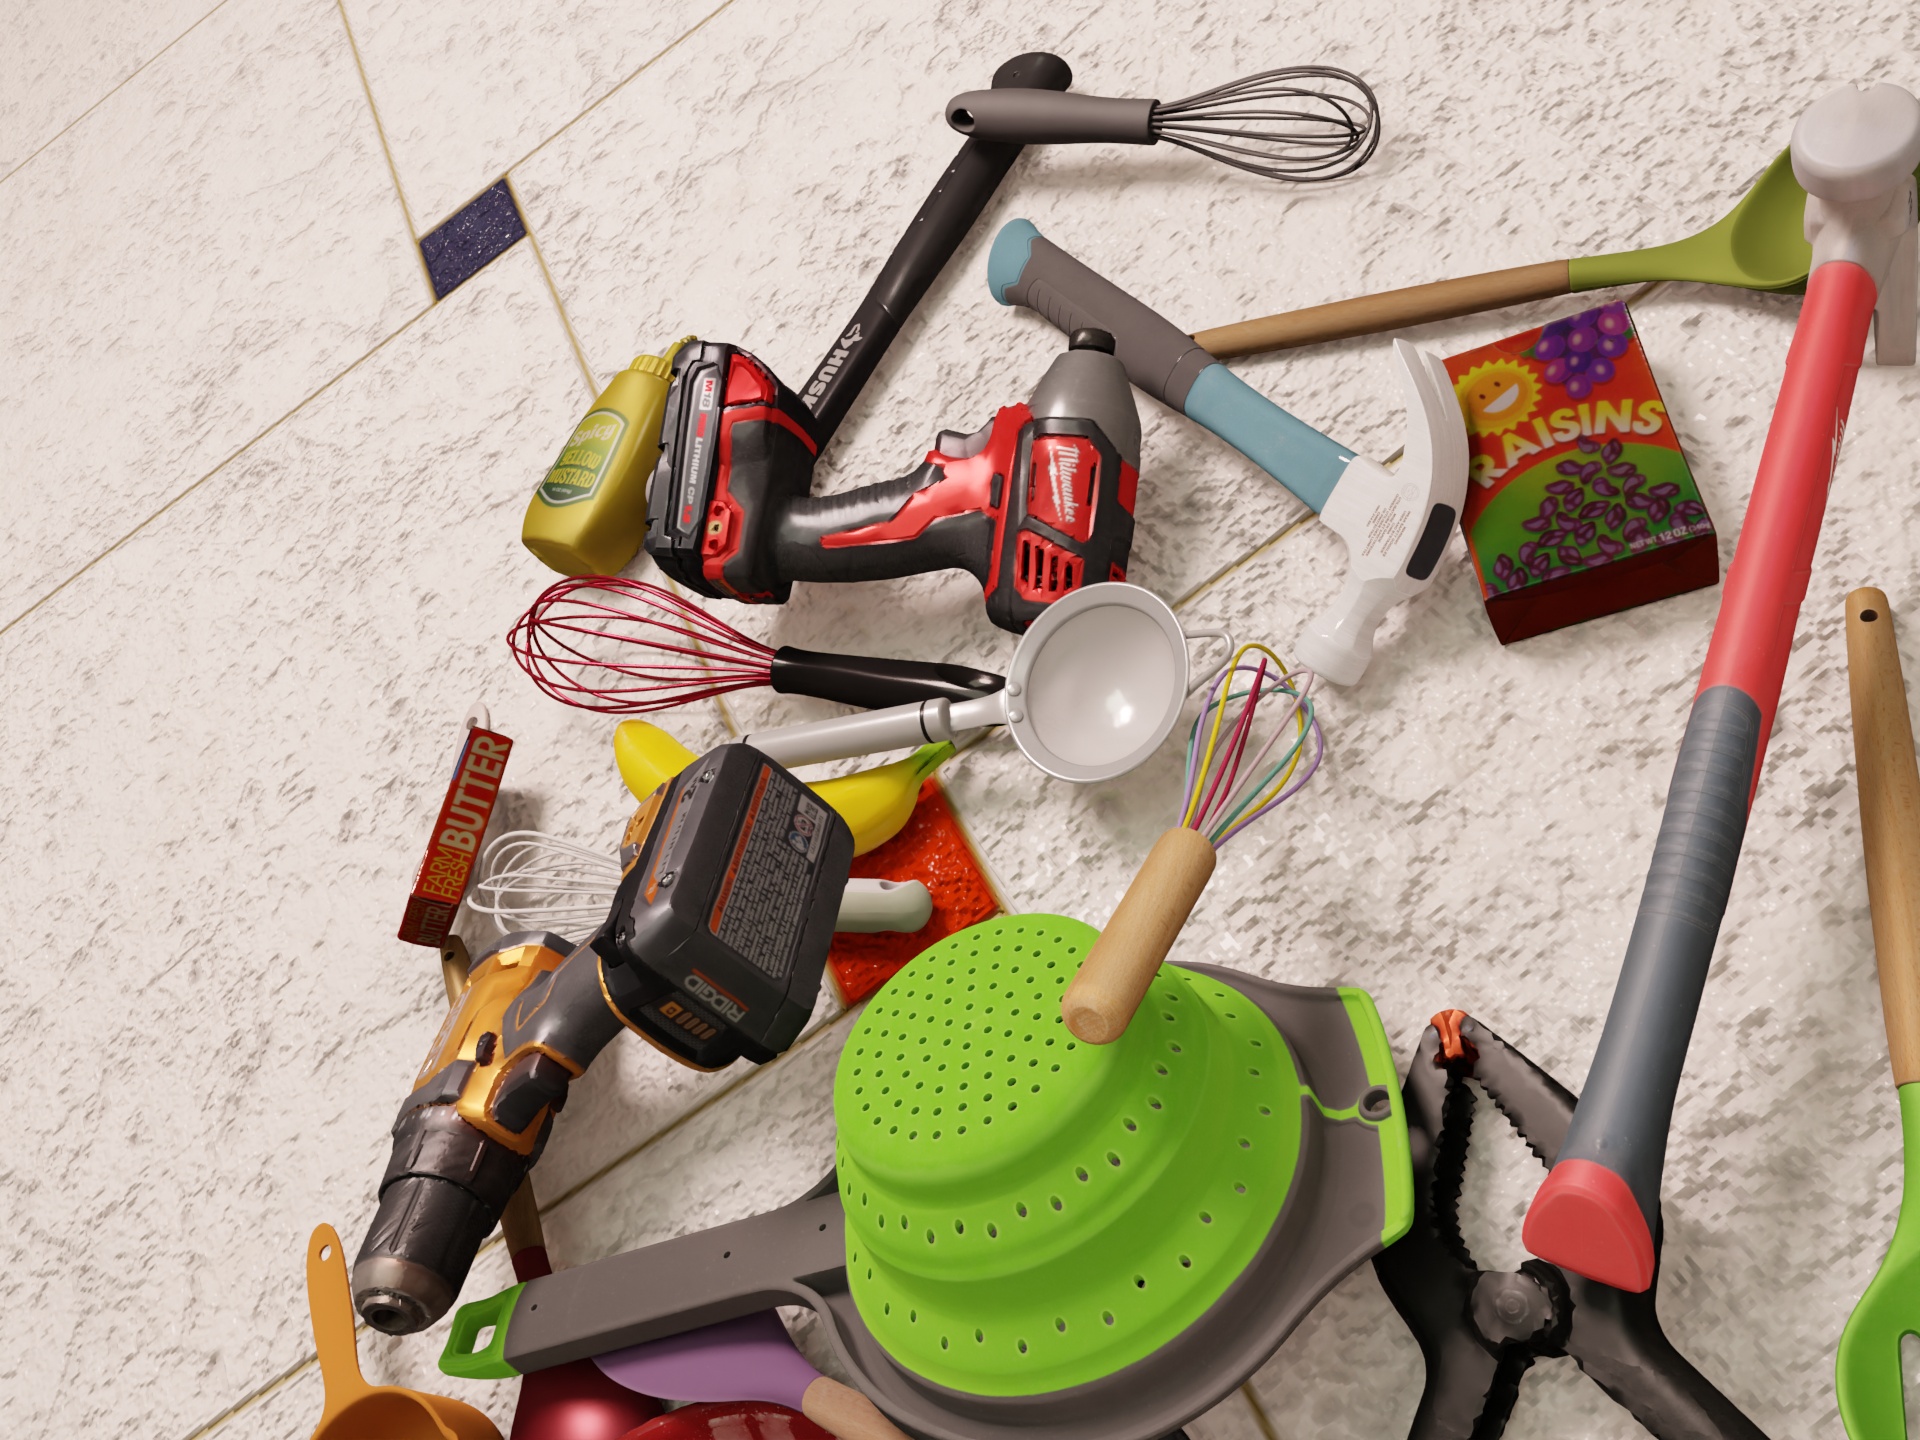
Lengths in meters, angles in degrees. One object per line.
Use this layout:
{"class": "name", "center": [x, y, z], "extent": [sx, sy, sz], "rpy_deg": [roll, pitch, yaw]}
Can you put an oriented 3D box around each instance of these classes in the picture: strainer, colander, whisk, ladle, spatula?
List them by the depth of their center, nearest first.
{"class": "spatula", "center": [-0.035, 0.247, 0.556], "extent": [0.316, 0.018, 0.060], "rpy_deg": [5, 31, 43]}
{"class": "whisk", "center": [0.084, 0.034, 0.565], "extent": [0.051, 0.047, 0.245], "rpy_deg": [10, 29, 22]}
{"class": "colander", "center": [-0.048, 0.162, 0.569], "extent": [0.397, 0.094, 0.205], "rpy_deg": [-21, 32, 18]}
{"class": "strainer", "center": [-0.001, -0.002, 0.686], "extent": [0.258, 0.050, 0.087], "rpy_deg": [-10, 68, 23]}
{"class": "ladle", "center": [0.234, -0.196, 0.689], "extent": [0.320, 0.062, 0.078], "rpy_deg": [-4, 59, 30]}
{"class": "ladle", "center": [-0.196, 0.215, 0.706], "extent": [0.069, 0.031, 0.316], "rpy_deg": [-30, 50, -2]}
{"class": "whisk", "center": [-0.126, 0.081, 0.734], "extent": [0.246, 0.058, 0.059], "rpy_deg": [-1, 97, 24]}
{"class": "whisk", "center": [-0.103, -0.027, 0.776], "extent": [0.296, 0.073, 0.073], "rpy_deg": [9, 68, 26]}
{"class": "whisk", "center": [0.098, -0.310, 0.817], "extent": [0.239, 0.055, 0.055], "rpy_deg": [12, 69, 25]}

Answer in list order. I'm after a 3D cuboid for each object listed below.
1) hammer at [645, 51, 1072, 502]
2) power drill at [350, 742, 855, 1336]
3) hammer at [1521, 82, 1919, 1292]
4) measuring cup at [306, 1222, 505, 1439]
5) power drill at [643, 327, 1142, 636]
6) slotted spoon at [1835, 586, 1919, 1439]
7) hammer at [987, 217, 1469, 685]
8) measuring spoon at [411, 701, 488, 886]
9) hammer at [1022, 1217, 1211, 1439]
{"class": "hammer", "center": [-0.032, -0.232, 0.869], "extent": [0.146, 0.035, 0.335], "rpy_deg": [23, 75, 37]}
{"class": "power drill", "center": [-0.152, 0.130, 0.635], "extent": [0.226, 0.084, 0.185], "rpy_deg": [-37, 24, 30]}
{"class": "hammer", "center": [0.259, -0.006, 0.526], "extent": [0.038, 0.143, 0.386], "rpy_deg": [12, 74, 34]}
{"class": "measuring cup", "center": [-0.241, 0.292, 0.671], "extent": [0.095, 0.052, 0.174], "rpy_deg": [-37, 50, 5]}
{"class": "power drill", "center": [-0.025, -0.115, 0.737], "extent": [0.220, 0.078, 0.143], "rpy_deg": [6, 83, 16]}
{"class": "slotted spoon", "center": [0.304, 0.091, 0.502], "extent": [0.070, 0.031, 0.314], "rpy_deg": [-5, 59, 26]}
{"class": "hammer", "center": [0.104, -0.156, 0.733], "extent": [0.331, 0.033, 0.128], "rpy_deg": [49, 119, 43]}
{"class": "measuring spoon", "center": [-0.273, 0.041, 0.853], "extent": [0.034, 0.018, 0.124], "rpy_deg": [-13, 57, 23]}
{"class": "hammer", "center": [0.119, 0.292, 0.421], "extent": [0.149, 0.036, 0.409], "rpy_deg": [-46, 37, -2]}
